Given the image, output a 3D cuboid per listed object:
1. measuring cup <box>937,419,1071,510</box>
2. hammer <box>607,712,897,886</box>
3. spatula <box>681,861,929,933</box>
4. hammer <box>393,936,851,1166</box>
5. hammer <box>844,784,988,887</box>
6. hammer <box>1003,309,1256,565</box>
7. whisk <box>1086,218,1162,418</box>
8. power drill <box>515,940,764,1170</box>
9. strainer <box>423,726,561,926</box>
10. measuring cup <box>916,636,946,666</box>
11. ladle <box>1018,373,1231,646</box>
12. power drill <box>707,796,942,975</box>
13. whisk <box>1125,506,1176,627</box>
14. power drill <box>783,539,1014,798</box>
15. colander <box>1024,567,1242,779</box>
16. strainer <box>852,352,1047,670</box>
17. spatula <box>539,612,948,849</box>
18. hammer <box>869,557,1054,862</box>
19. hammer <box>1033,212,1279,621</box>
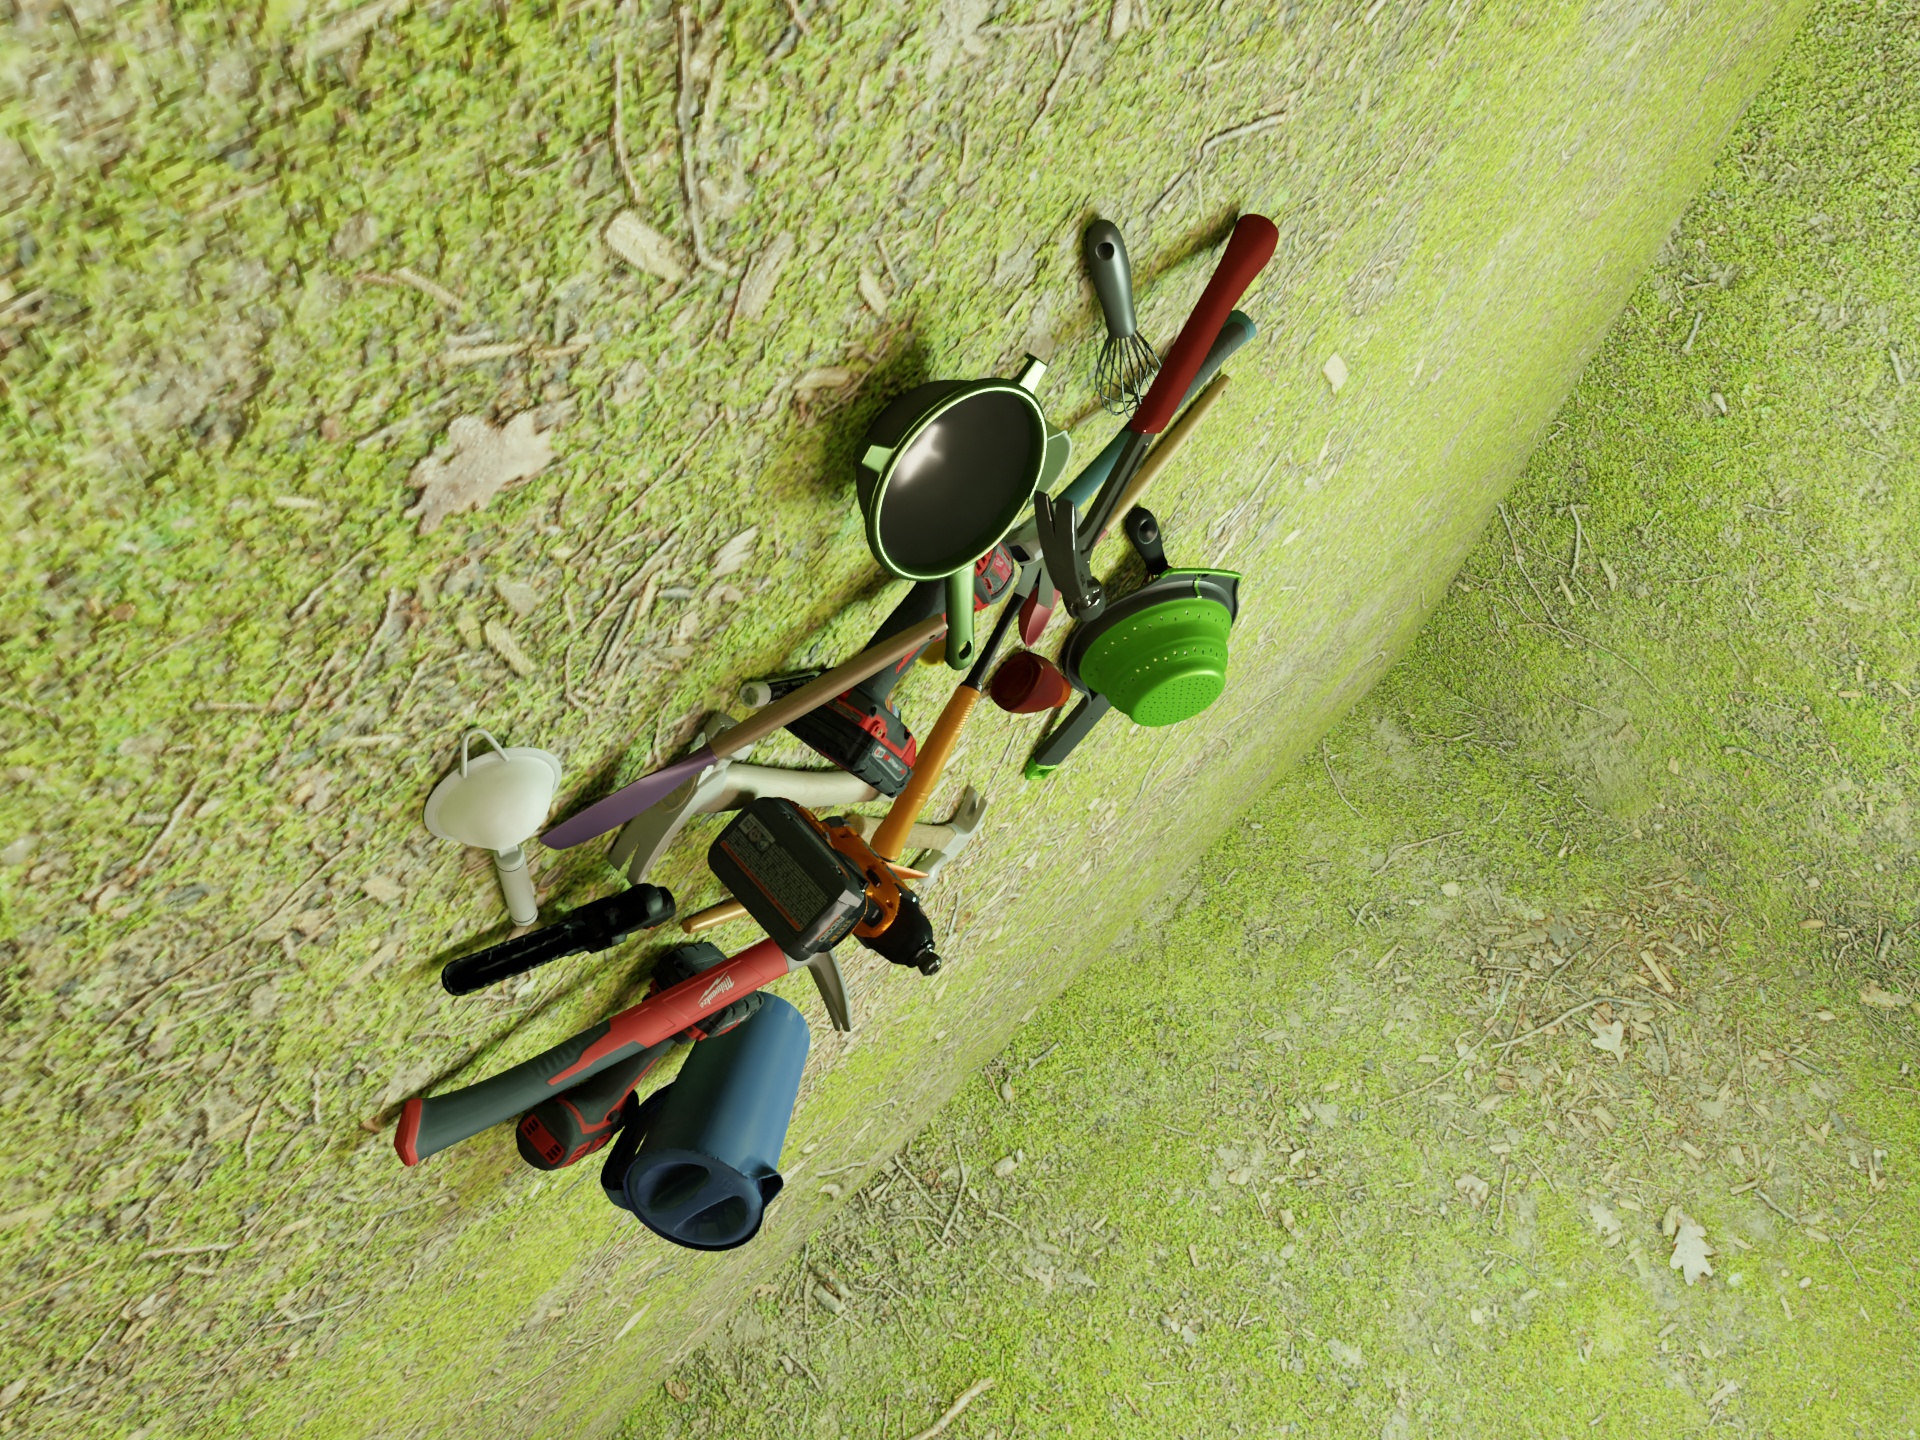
[{"bbox_3d":[0.022,-0.194,1.183,0.167,0.038,0.083,-9,138,-56],"label":"measuring cup"},{"bbox_3d":[-0.141,0.065,1.343,0.146,0.038,0.410,-51,163,12],"label":"hammer"},{"bbox_3d":[-0.151,0.167,1.524,0.081,0.041,0.322,-7,-176,34],"label":"spatula"},{"bbox_3d":[-0.267,0.270,1.297,0.386,0.143,0.038,-25,-176,-32],"label":"hammer"},{"bbox_3d":[-0.052,0.120,1.683,0.130,0.031,0.331,-50,163,7],"label":"hammer"},{"bbox_3d":[0.147,-0.240,1.323,0.331,0.033,0.128,-47,-166,-25],"label":"hammer"},{"bbox_3d":[0.117,-0.295,1.185,0.055,0.055,0.238,-46,158,-7],"label":"whisk"},{"bbox_3d":[-0.287,0.308,1.450,0.226,0.080,0.188,-46,170,5],"label":"power drill"},{"bbox_3d":[-0.289,0.085,1.025,0.087,0.050,0.258,-24,158,-20],"label":"strainer"},{"bbox_3d":[-0.063,-0.056,1.305,0.156,0.029,0.062,-26,143,-25],"label":"measuring cup"},{"bbox_3d":[0.151,-0.201,1.495,0.315,0.031,0.069,-51,165,1],"label":"ladle"},{"bbox_3d":[-0.097,0.143,1.288,0.084,0.164,0.226,-46,162,4],"label":"power drill"},{"bbox_3d":[0.212,-0.157,1.691,0.073,0.073,0.295,-47,157,-3],"label":"whisk"},{"bbox_3d":[-0.034,-0.058,1.232,0.220,0.079,0.143,-57,158,-6],"label":"power drill"},{"bbox_3d":[0.184,-0.013,1.770,0.204,0.095,0.397,-1,147,-31],"label":"colander"},{"bbox_3d":[-0.017,-0.138,1.099,0.151,0.069,0.256,-32,146,-23],"label":"strainer"},{"bbox_3d":[-0.148,0.009,1.103,0.316,0.018,0.059,-30,163,1],"label":"spatula"},{"bbox_3d":[-0.002,-0.004,1.402,0.127,0.034,0.336,-82,-162,-62],"label":"hammer"},{"bbox_3d":[0.154,-0.253,1.201,0.359,0.037,0.149,-61,156,-21],"label":"hammer"}]
